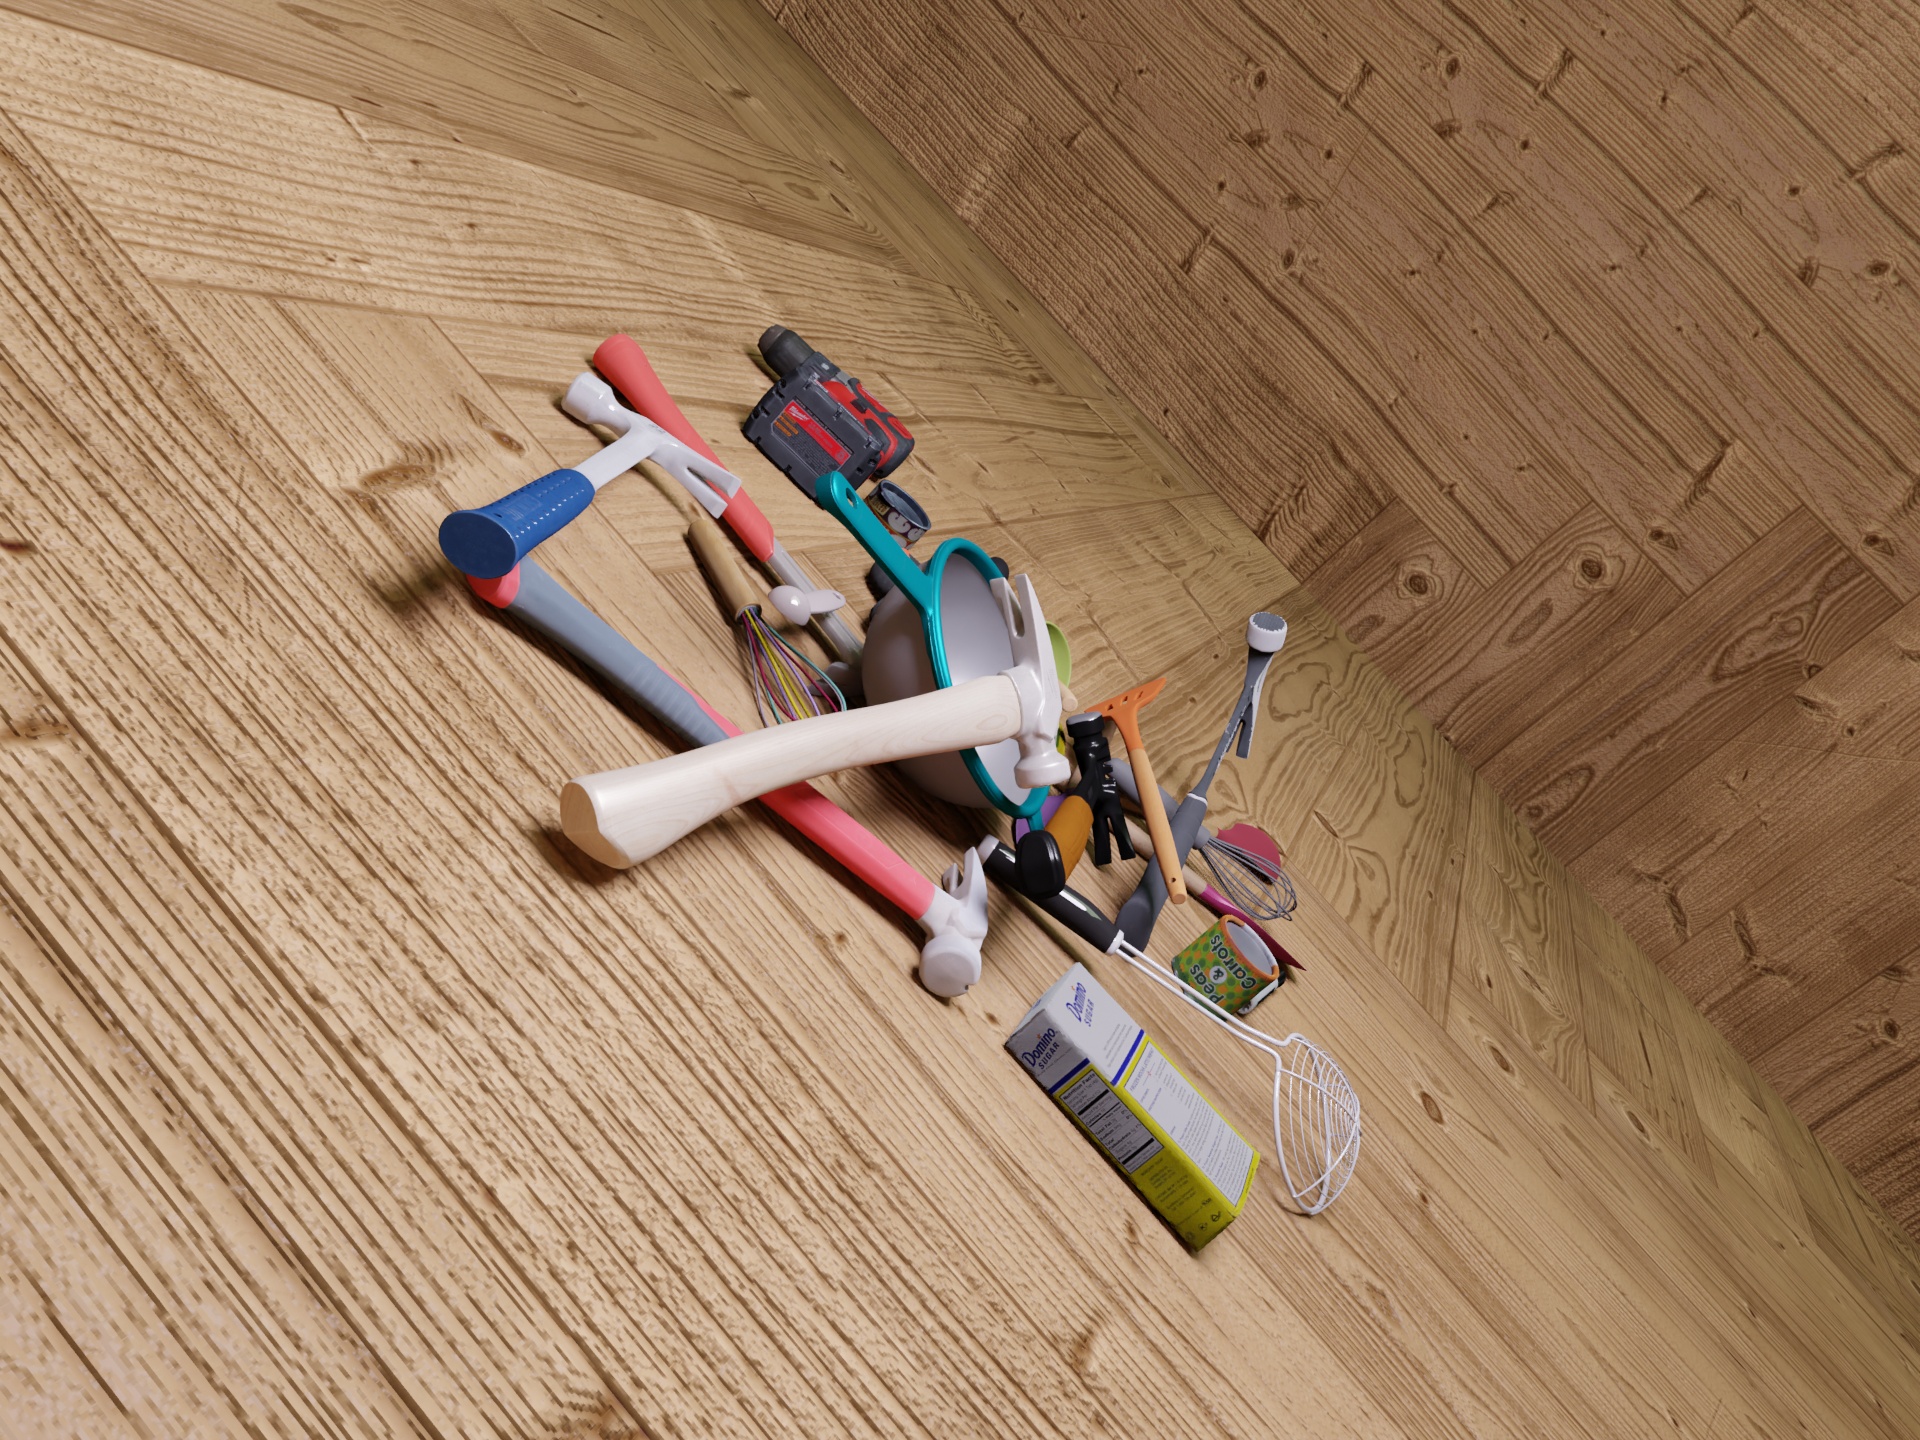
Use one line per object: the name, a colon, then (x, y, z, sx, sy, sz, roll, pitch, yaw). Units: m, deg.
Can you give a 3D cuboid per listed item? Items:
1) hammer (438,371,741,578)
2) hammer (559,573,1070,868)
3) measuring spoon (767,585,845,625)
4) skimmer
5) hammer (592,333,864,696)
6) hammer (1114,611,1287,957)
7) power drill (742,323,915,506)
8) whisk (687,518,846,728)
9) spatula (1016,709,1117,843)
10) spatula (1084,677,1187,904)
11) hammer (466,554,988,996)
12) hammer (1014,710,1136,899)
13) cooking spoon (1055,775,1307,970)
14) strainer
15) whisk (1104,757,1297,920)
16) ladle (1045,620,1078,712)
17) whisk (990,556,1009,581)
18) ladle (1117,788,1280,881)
hammer: (-0.237, -0.150, 1.017, 0.144, 0.035, 0.406, 34, 16, -9)
hammer: (-0.068, 0.003, 0.947, 0.410, 0.038, 0.146, -15, 95, -51)
measuring spoon: (-0.106, -0.091, 1.165, 0.034, 0.018, 0.124, 44, 17, 6)
skimmer: (0.147, 0.217, 1.166, 0.363, 0.090, 0.127, 36, 35, 2)
hammer: (-0.177, -0.164, 1.242, 0.359, 0.036, 0.149, 51, 21, 11)
hammer: (0.206, 0.064, 1.374, 0.036, 0.149, 0.409, 19, 38, 15)
power drill: (-0.137, -0.300, 1.525, 0.188, 0.080, 0.227, 43, 18, -7)
whisk: (-0.141, -0.063, 1.116, 0.047, 0.051, 0.245, 14, 34, -46)
spatula: (0.100, 0.051, 1.359, 0.060, 0.018, 0.316, 46, 28, -4)
spatula: (0.154, 0.049, 1.318, 0.323, 0.081, 0.041, -97, 162, -56)
hammer: (-0.133, 0.016, 0.985, 0.386, 0.038, 0.143, 40, 20, -16)
hammer: (0.084, 0.079, 1.159, 0.337, 0.034, 0.127, -37, 115, -76)
cooking spoon: (0.198, 0.137, 1.430, 0.318, 0.017, 0.069, 38, 1, -19)
strainer: (-0.041, -0.054, 1.128, 0.340, 0.095, 0.211, 49, 33, -48)
whisk: (0.221, 0.111, 1.463, 0.238, 0.055, 0.055, 39, 21, -15)
ladle: (0.084, -0.037, 1.363, 0.320, 0.062, 0.078, -116, -164, -81)
whisk: (0.030, -0.117, 1.540, 0.070, 0.070, 0.285, 42, 15, -10)
ladle: (0.230, 0.103, 1.552, 0.315, 0.031, 0.069, 21, 33, -45)
